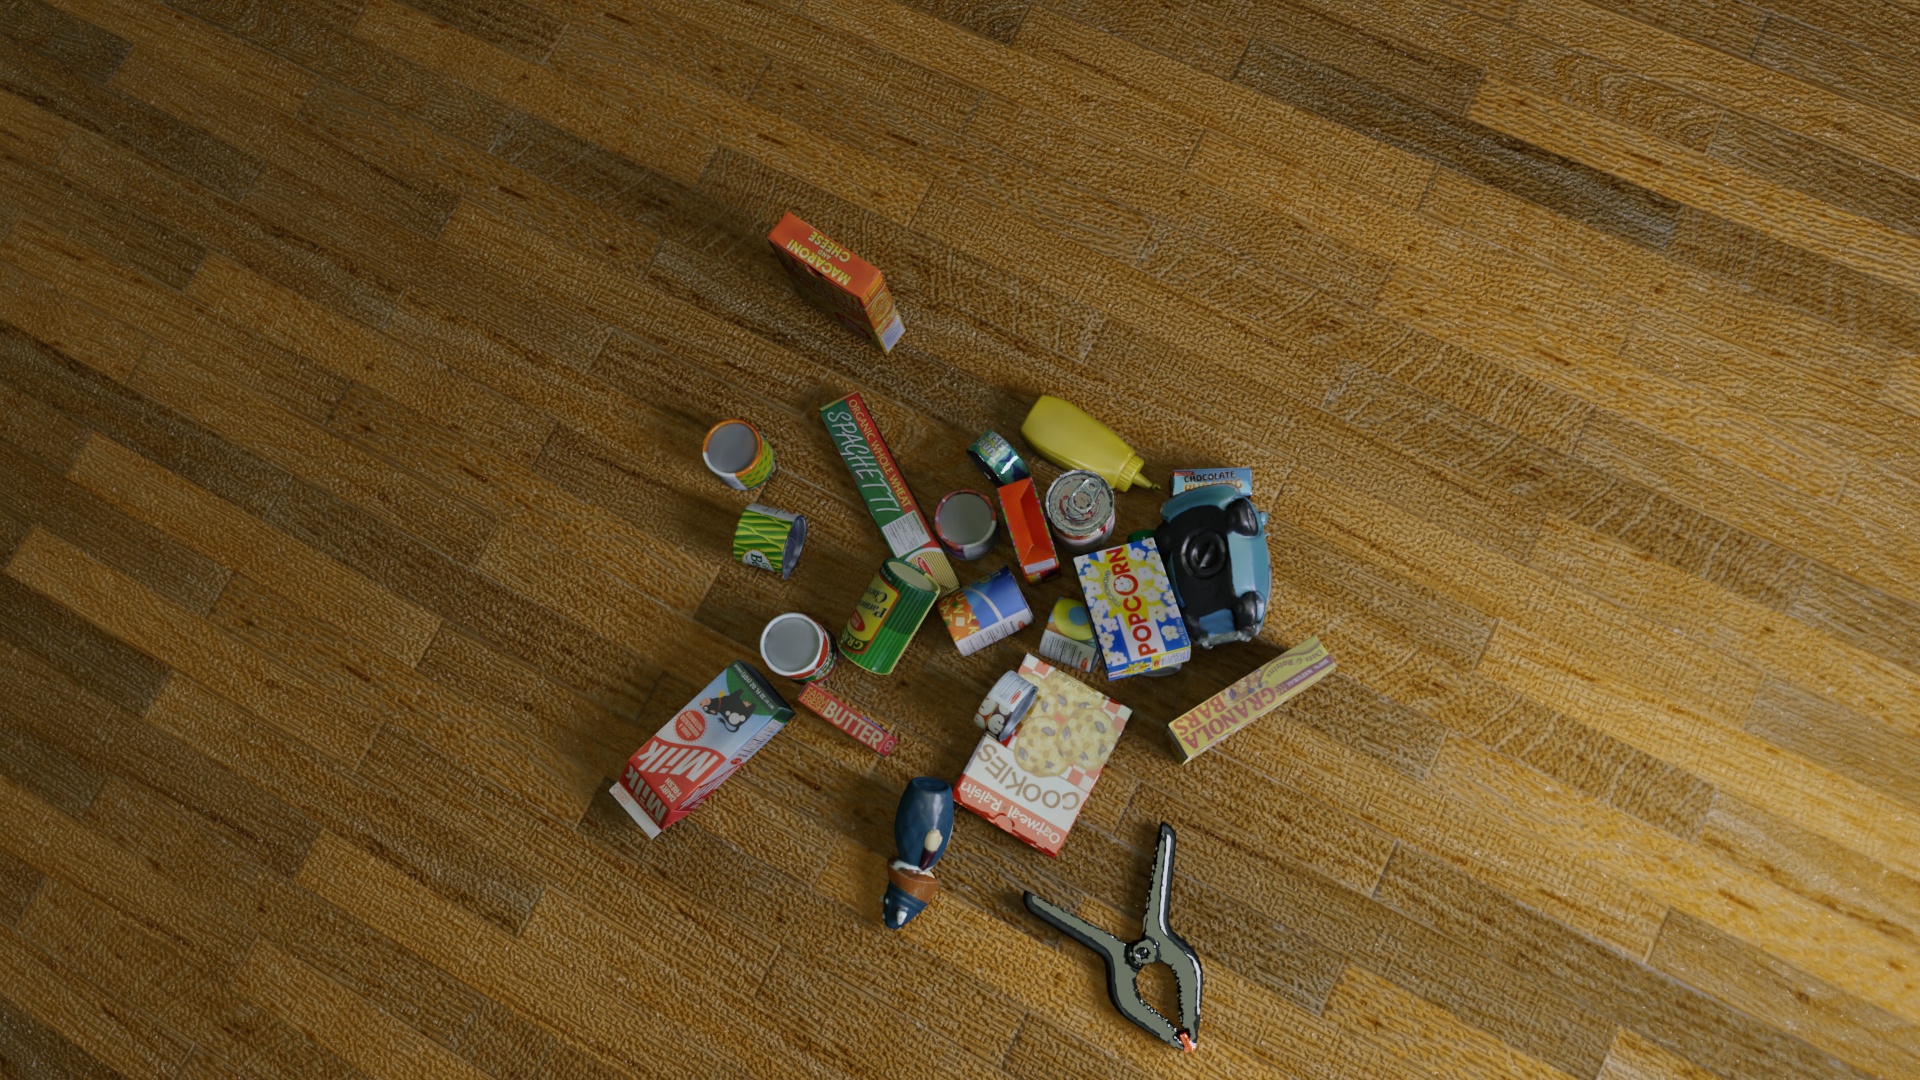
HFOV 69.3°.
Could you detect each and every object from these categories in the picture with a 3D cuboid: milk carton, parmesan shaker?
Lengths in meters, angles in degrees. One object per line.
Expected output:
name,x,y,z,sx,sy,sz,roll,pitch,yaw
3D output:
milk carton,-0.268,0.215,1.424,0.191,0.073,0.072,-44,77,-4
parmesan shaker,-0.075,0.075,1.424,0.071,0.071,0.102,34,106,12

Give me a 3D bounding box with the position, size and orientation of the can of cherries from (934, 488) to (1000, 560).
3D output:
can of cherries,0.005,-0.018,1.457,0.071,0.058,0.071,-1,78,5

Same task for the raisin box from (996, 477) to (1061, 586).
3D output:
raisin box,0.071,-0.007,1.415,0.040,0.123,0.086,-18,77,2

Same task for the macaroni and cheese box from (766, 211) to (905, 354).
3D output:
macaroni and cheese box,-0.129,-0.269,1.473,0.124,0.166,0.040,34,84,12

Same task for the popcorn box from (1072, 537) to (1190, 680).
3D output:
popcorn box,0.167,0.067,1.367,0.085,0.038,0.127,-15,61,-1

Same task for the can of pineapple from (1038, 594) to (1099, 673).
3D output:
can of pineapple,0.119,0.094,1.417,0.058,0.071,0.071,20,80,10

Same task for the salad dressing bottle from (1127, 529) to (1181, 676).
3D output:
salad dressing bottle,0.196,0.063,1.421,0.044,0.064,0.148,2,68,-13

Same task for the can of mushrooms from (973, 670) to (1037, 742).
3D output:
can of mushrooms,0.044,0.164,1.368,0.033,0.071,0.071,33,83,14

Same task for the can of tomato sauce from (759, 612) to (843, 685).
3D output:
can of tomato sauce,-0.163,0.113,1.432,0.071,0.083,0.071,-1,77,6

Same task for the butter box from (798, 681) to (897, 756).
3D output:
butter box,-0.116,0.184,1.426,0.103,0.053,0.024,31,81,12

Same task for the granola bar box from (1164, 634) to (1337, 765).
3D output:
granola bar box,0.278,0.157,1.355,0.165,0.124,0.039,-31,76,-2

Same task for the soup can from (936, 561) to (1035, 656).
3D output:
soup can,0.025,0.071,1.432,0.084,0.071,0.071,-26,76,0

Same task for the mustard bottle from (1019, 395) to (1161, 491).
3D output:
mustard bottle,0.141,-0.091,1.465,0.160,0.048,0.065,33,83,11

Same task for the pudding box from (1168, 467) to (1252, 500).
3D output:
pudding box,0.260,-0.056,1.445,0.084,0.049,0.030,-1,79,6

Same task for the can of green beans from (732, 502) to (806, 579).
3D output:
can of green beans,-0.202,-0.002,1.471,0.058,0.071,0.071,14,79,9

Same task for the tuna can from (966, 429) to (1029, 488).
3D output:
tuna can,0.039,-0.084,1.463,0.033,0.071,0.071,-43,77,-6

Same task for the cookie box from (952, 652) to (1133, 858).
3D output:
cookie box,0.082,0.217,1.405,0.123,0.040,0.167,28,82,11

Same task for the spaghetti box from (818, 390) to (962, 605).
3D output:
spaghetti box,-0.076,-0.045,1.487,0.050,0.028,0.250,-28,76,-1

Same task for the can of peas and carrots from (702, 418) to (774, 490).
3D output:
can of peas and carrots,-0.238,-0.095,1.500,0.071,0.058,0.071,-1,78,5
